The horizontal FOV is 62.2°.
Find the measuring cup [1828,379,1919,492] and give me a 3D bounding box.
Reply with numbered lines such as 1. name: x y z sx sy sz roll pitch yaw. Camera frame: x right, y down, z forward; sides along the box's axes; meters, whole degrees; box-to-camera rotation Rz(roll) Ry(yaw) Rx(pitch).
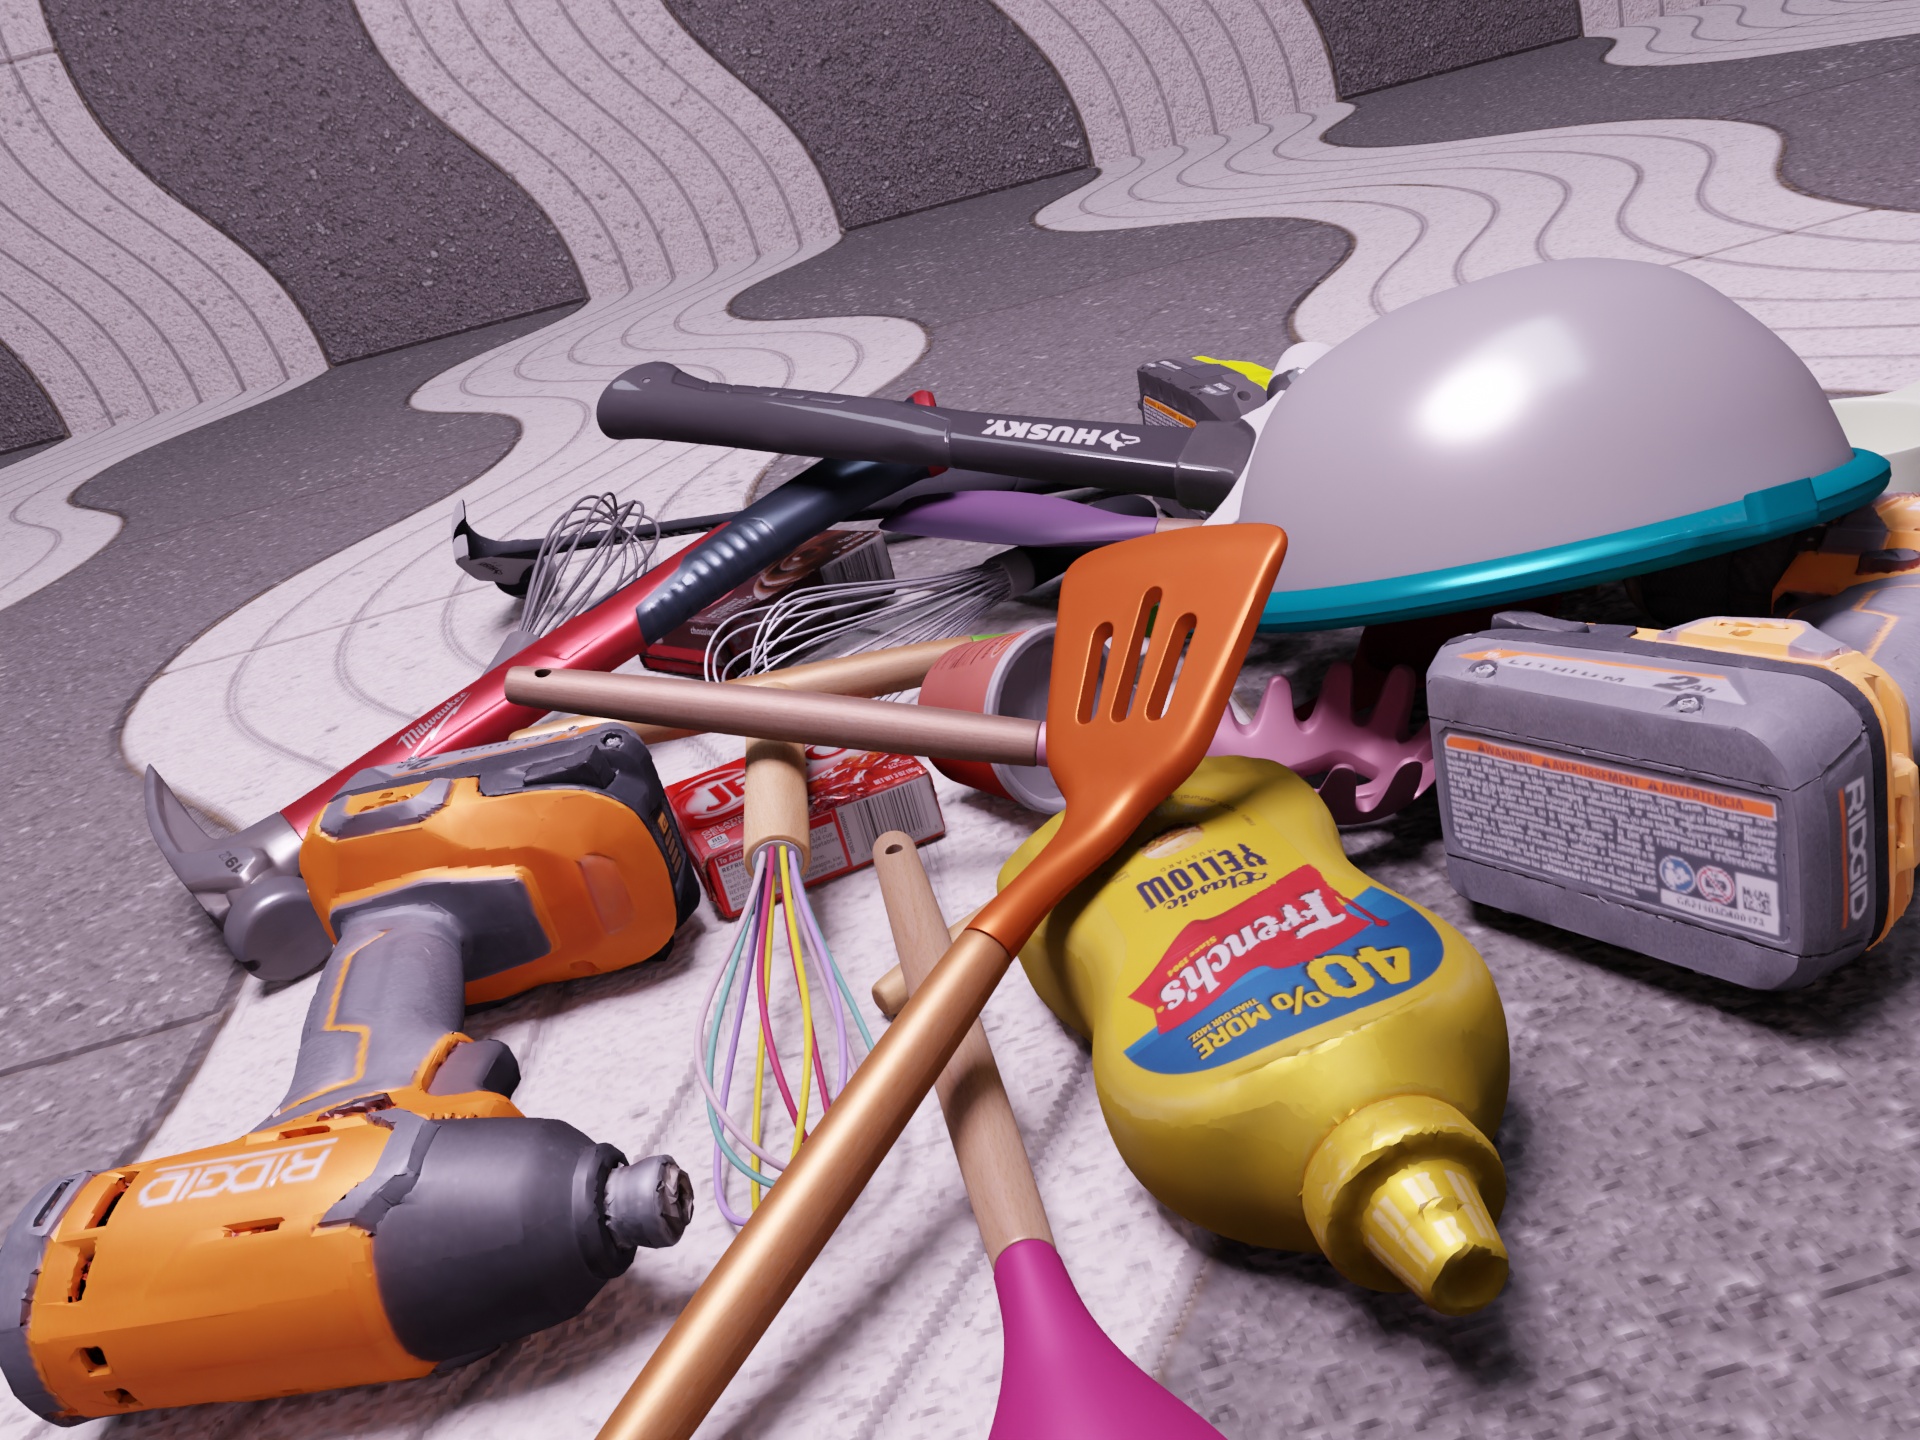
1. measuring cup: 0.396 -0.118 0.660 0.167 0.038 0.083 -23 25 -24

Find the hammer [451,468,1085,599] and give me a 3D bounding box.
1. hammer: -0.089 -0.122 0.904 0.409 0.036 0.149 -8 -4 4

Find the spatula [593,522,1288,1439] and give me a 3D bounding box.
1. spatula: -0.012 0.067 0.384 0.081 0.041 0.323 -3 40 47

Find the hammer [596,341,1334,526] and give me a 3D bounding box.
1. hammer: -0.016 -0.118 0.681 0.335 0.035 0.146 11 51 25

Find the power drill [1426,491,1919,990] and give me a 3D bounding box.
1. power drill: 0.237 -0.016 0.476 0.226 0.084 0.185 -23 21 -28

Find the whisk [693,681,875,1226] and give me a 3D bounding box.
1. whisk: -0.054 0.054 0.488 0.051 0.047 0.245 -11 32 0

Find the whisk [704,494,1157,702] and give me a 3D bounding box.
1. whisk: -0.001 -0.058 0.734 0.070 0.070 0.284 10 29 44

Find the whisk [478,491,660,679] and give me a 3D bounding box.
1. whisk: -0.204 -0.032 0.760 0.055 0.055 0.239 -4 42 23

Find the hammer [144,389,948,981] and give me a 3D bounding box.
1. hammer: -0.163 -0.043 0.701 0.386 0.038 0.143 -37 43 -23

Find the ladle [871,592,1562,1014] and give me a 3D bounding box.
1. ladle: 0.098 0.015 0.548 0.315 0.031 0.069 -30 30 -27

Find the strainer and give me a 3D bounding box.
1. strainer: 0.217 -0.116 0.579 0.211 0.095 0.340 -9 11 37

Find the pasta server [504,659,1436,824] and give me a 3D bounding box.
1. pasta server: -0.001 -0.002 0.522 0.316 0.040 0.060 6 35 9

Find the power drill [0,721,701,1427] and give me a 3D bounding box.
1. power drill: -0.142 0.089 0.459 0.164 0.084 0.227 -10 28 8

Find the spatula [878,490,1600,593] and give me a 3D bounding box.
1. spatula: 0.112 -0.080 0.696 0.316 0.018 0.060 9 32 24

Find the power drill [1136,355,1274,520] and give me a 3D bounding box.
1. power drill: 0.213 -0.163 0.822 0.223 0.080 0.171 -14 24 -8

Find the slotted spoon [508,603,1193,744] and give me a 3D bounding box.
1. slotted spoon: -0.019 -0.022 0.630 0.313 0.031 0.070 -12 -9 -12

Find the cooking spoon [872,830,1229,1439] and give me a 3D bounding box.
1. cooking spoon: 0.009 0.110 0.379 0.068 0.017 0.319 -16 28 -4
